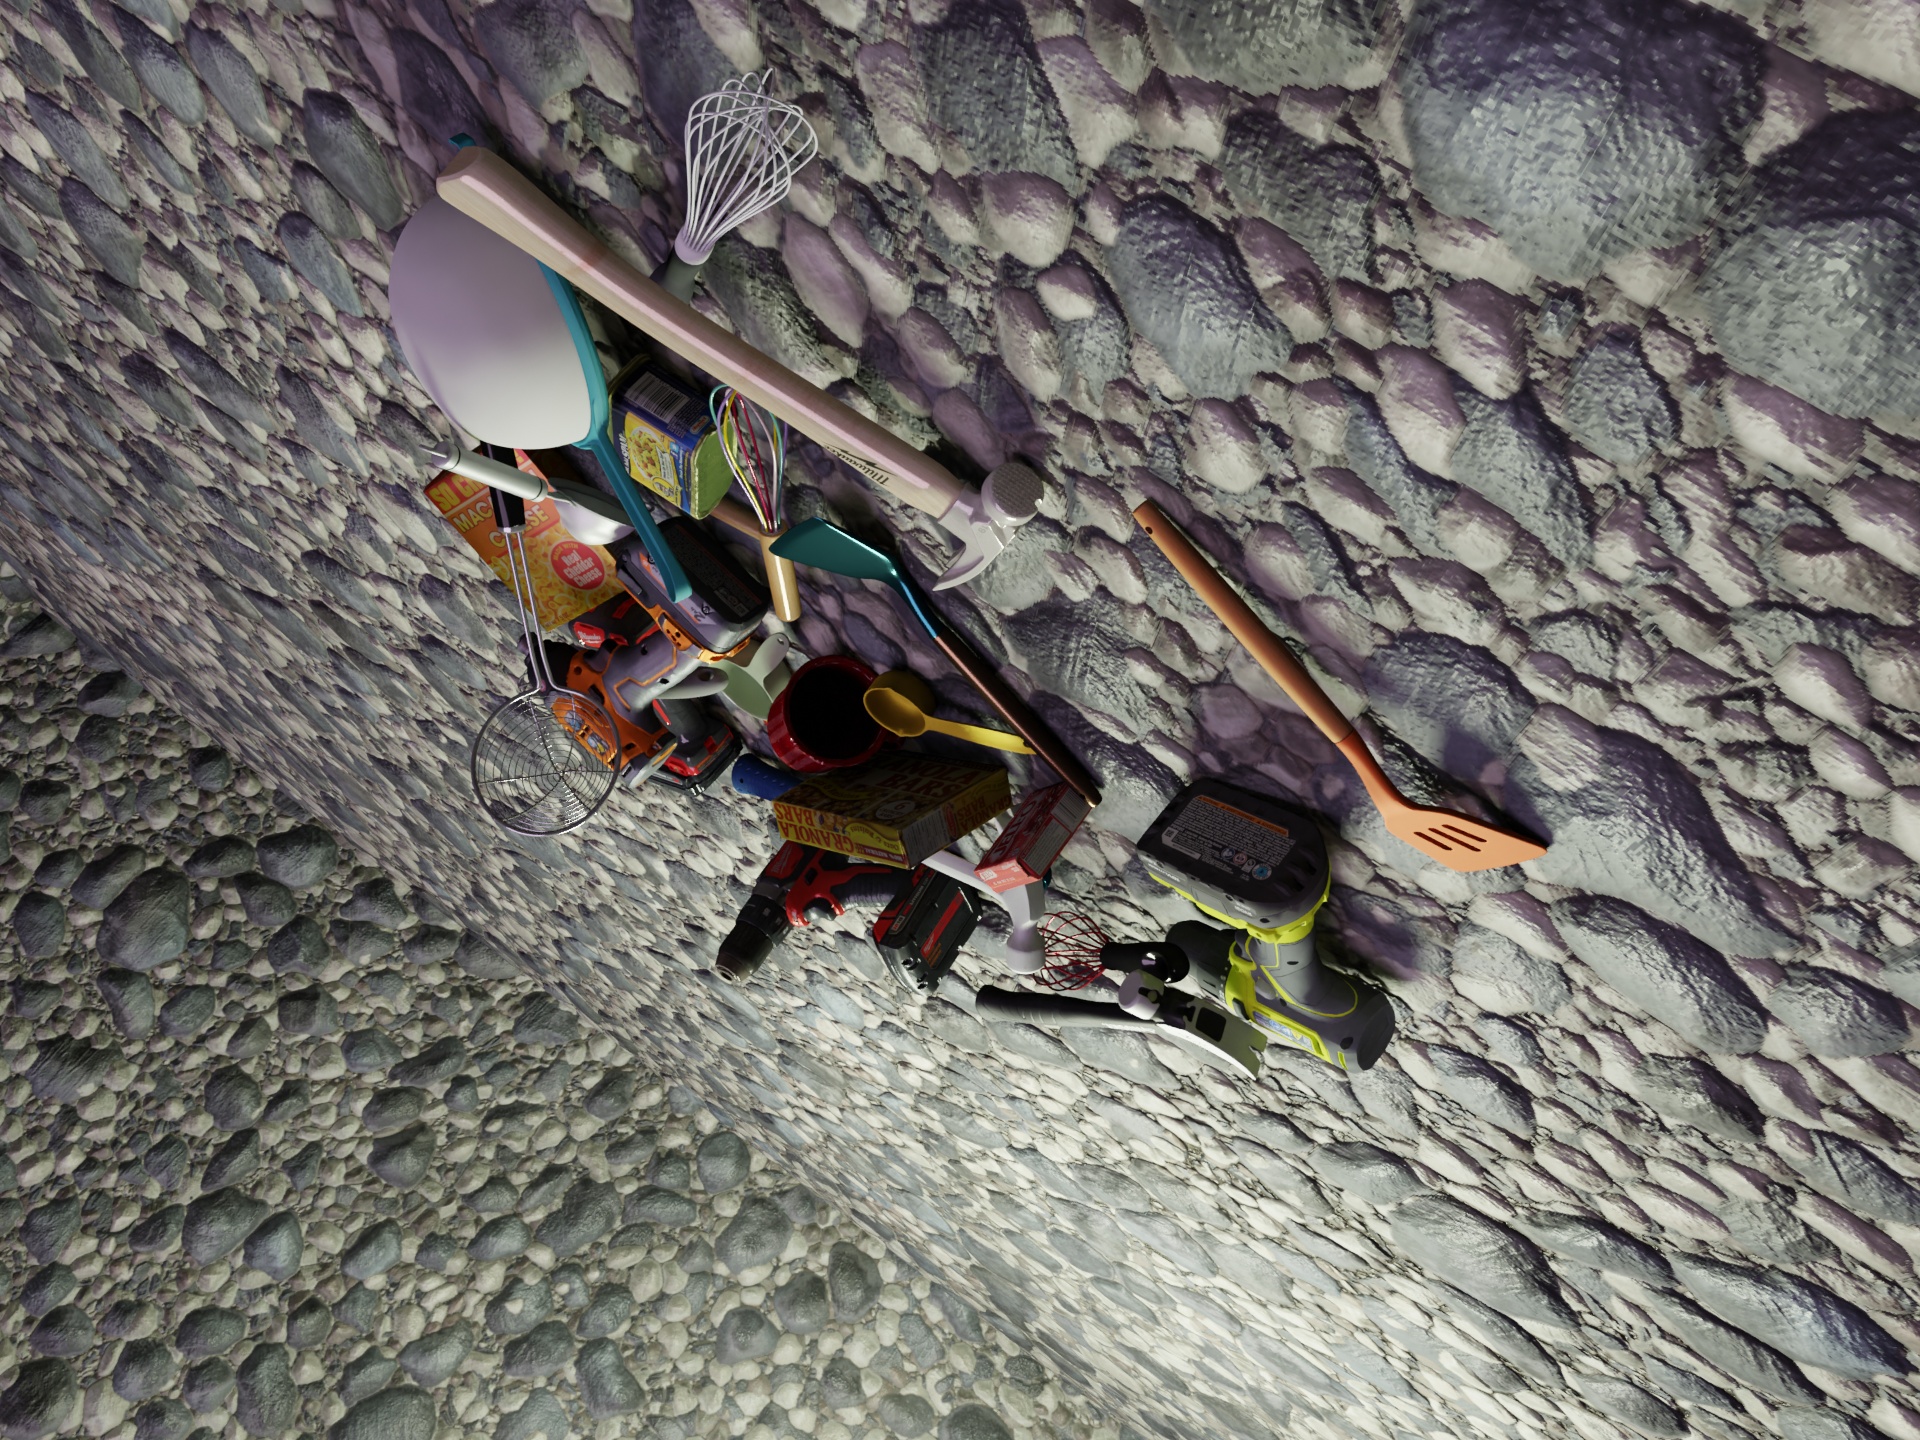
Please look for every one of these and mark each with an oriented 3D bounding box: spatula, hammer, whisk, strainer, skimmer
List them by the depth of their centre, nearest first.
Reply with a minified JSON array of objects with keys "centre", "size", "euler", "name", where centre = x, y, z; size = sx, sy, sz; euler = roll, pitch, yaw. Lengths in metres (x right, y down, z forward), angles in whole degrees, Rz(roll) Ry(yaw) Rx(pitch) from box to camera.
[{"centre":[-0.151,-0.301,0.956],"size":[0.070,0.070,0.284],"euler":[44,158,-10],"name":"whisk"},{"centre":[0.220,-0.015,0.960],"size":[0.322,0.041,0.081],"euler":[47,153,-6],"name":"spatula"},{"centre":[-0.144,-0.222,1.008],"size":[0.410,0.038,0.146],"euler":[33,156,-9],"name":"hammer"},{"centre":[-0.310,-0.218,1.122],"size":[0.340,0.095,0.211],"euler":[60,157,1],"name":"strainer"},{"centre":[-0.143,-0.154,1.154],"size":[0.051,0.047,0.244],"euler":[2,144,5],"name":"whisk"},{"centre":[-0.006,-0.039,1.181],"size":[0.317,0.044,0.082],"euler":[46,148,-15],"name":"spatula"},{"centre":[-0.321,-0.174,1.213],"size":[0.087,0.050,0.258],"euler":[33,-173,24],"name":"strainer"},{"centre":[-0.353,-0.088,1.267],"size":[0.127,0.090,0.363],"euler":[-4,112,4],"name":"skimmer"},{"centre":[0.119,0.195,1.317],"size":[0.073,0.073,0.296],"euler":[44,163,-9],"name":"whisk"},{"centre":[0.111,0.246,1.324],"size":[0.146,0.035,0.335],"euler":[29,161,-23],"name":"hammer"},{"centre":[-0.308,-0.032,1.437],"size":[0.239,0.055,0.055],"euler":[-3,135,27],"name":"whisk"},{"centre":[-0.076,0.096,1.451],"size":[0.406,0.035,0.144],"euler":[20,121,43],"name":"hammer"}]

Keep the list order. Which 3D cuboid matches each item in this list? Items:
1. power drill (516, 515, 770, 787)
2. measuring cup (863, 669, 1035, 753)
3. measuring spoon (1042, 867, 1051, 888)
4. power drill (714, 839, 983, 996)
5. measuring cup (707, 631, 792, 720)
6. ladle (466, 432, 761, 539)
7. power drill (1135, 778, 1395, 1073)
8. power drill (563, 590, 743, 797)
[{"centre":[-0.277,-0.065,1.339],"size":[0.164,0.084,0.226],"euler":[43,125,0],"name":"power drill"},{"centre":[-0.002,-0.004,1.262],"size":[0.156,0.029,0.062],"euler":[15,145,19],"name":"measuring cup"},{"centre":[0.048,0.128,1.407],"size":[0.042,0.021,0.128],"euler":[45,162,-12],"name":"measuring spoon"},{"centre":[-0.114,0.190,1.517],"size":[0.227,0.188,0.080],"euler":[12,143,36],"name":"power drill"},{"centre":[-0.166,-0.053,1.369],"size":[0.083,0.038,0.167],"euler":[42,151,-5],"name":"measuring cup"},{"centre":[-0.264,-0.198,1.251],"size":[0.320,0.062,0.078],"euler":[29,141,14],"name":"ladle"},{"centre":[0.209,0.150,1.166],"size":[0.191,0.080,0.228],"euler":[24,152,41],"name":"power drill"},{"centre":[-0.308,-0.037,1.533],"size":[0.143,0.078,0.219],"euler":[16,142,35],"name":"power drill"}]
